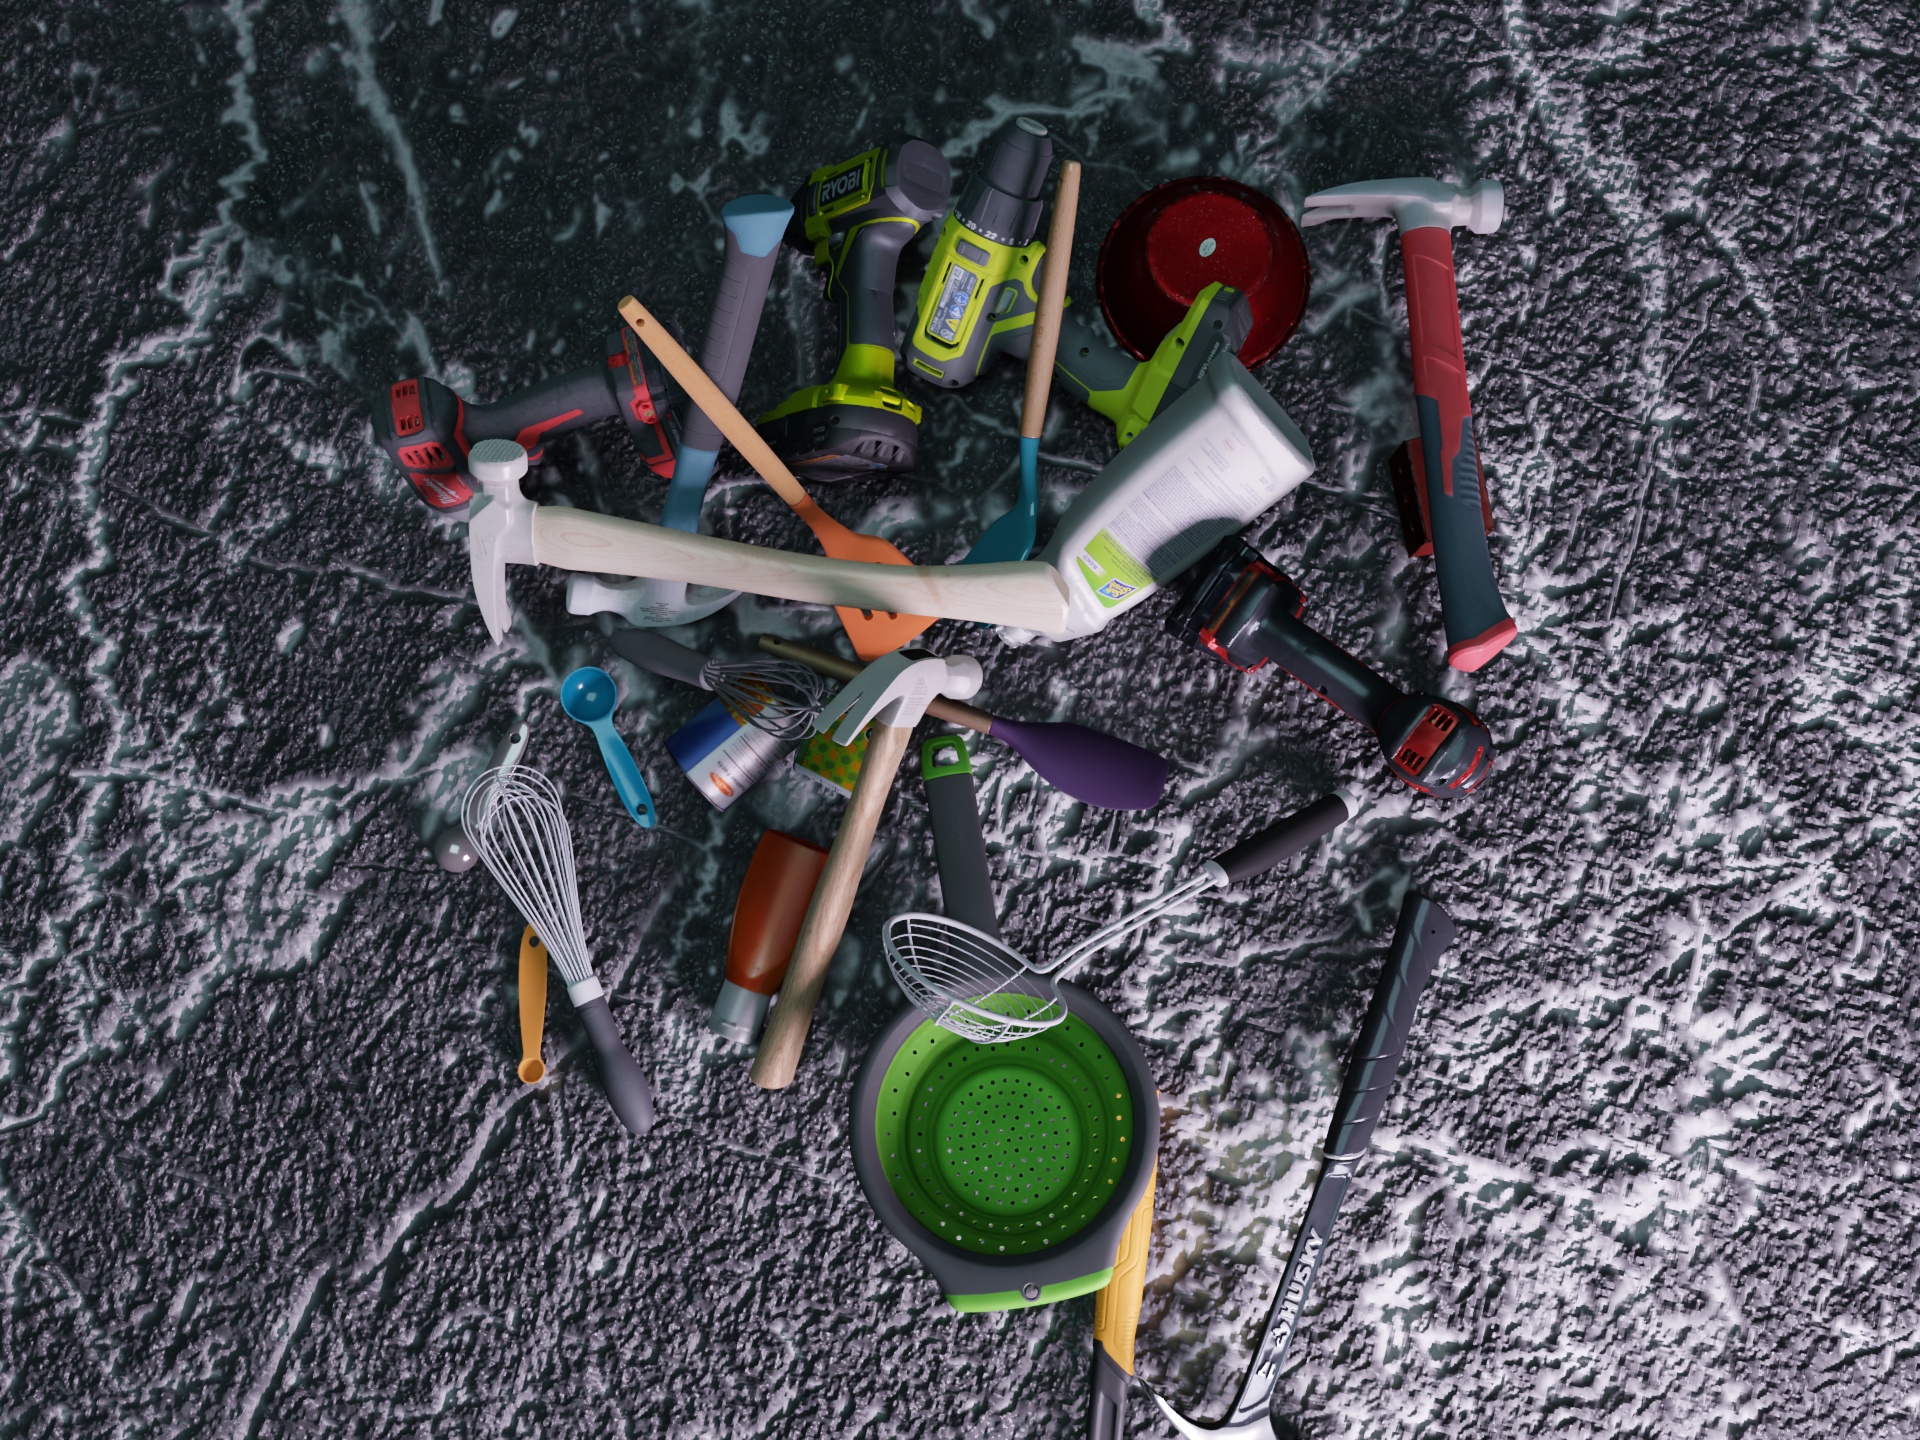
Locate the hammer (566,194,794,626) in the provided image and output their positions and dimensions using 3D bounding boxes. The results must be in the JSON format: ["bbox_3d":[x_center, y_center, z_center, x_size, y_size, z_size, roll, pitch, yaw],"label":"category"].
[{"bbox_3d":[-0.177,-0.201,1.087,0.128,0.033,0.330,6,128,-23],"label":"hammer"}]

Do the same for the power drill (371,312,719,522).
[{"bbox_3d":[-0.295,-0.206,1.149,0.219,0.143,0.079,-15,66,-3],"label":"power drill"}]

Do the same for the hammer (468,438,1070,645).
[{"bbox_3d":[-0.131,-0.095,1.095,0.410,0.038,0.146,8,124,0],"label":"hammer"}]

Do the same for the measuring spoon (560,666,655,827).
[{"bbox_3d":[-0.256,0.020,1.180,0.042,0.021,0.128,-24,92,0],"label":"measuring spoon"}]

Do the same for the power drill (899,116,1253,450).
[{"bbox_3d":[0.086,-0.295,1.125,0.228,0.080,0.190,28,123,4],"label":"power drill"}]

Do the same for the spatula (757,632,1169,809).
[{"bbox_3d":[-0.002,-0.004,1.160,0.316,0.018,0.060,21,61,7],"label":"spatula"}]

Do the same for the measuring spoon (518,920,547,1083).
[{"bbox_3d":[-0.312,0.206,1.163,0.021,0.011,0.117,-2,80,1],"label":"measuring spoon"}]

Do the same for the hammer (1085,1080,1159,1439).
[{"bbox_3d":[0.116,0.417,1.098,0.127,0.034,0.337,5,84,5],"label":"hammer"}]

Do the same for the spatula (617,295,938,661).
[{"bbox_3d":[-0.124,-0.164,1.086,0.081,0.322,0.041,-34,41,10],"label":"spatula"}]

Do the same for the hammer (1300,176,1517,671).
[{"bbox_3d":[0.321,-0.216,1.107,0.143,0.038,0.387,-1,67,6],"label":"hammer"}]

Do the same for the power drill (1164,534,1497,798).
[{"bbox_3d":[0.267,-0.024,1.089,0.227,0.187,0.080,39,100,24],"label":"power drill"}]

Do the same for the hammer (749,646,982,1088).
[{"bbox_3d":[-0.083,0.106,1.093,0.031,0.130,0.331,28,105,32],"label":"hammer"}]

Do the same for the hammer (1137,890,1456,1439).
[{"bbox_3d":[0.251,0.312,1.089,0.149,0.036,0.409,24,82,-13],"label":"hammer"}]

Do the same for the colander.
[{"bbox_3d":[0.019,0.204,1.112,0.204,0.094,0.397,-10,65,0],"label":"colander"}]

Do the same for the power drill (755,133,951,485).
[{"bbox_3d":[-0.085,-0.289,1.145,0.080,0.171,0.223,9,84,-38],"label":"power drill"}]

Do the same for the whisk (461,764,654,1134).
[{"bbox_3d":[-0.284,0.165,1.145,0.070,0.070,0.284,-23,87,1],"label":"whisk"}]

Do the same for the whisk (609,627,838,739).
[{"bbox_3d":[-0.172,-0.034,1.112,0.239,0.055,0.055,19,84,41],"label":"whisk"}]

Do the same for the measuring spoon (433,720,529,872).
[{"bbox_3d":[-0.353,0.055,1.177,0.034,0.018,0.124,26,85,6],"label":"measuring spoon"}]

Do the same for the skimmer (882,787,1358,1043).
[{"bbox_3d":[0.120,0.108,1.058,0.363,0.090,0.127,-25,37,-20],"label":"skimmer"}]

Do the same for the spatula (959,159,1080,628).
[{"bbox_3d":[0.043,-0.223,1.101,0.044,0.082,0.317,-2,114,-24],"label":"spatula"}]
